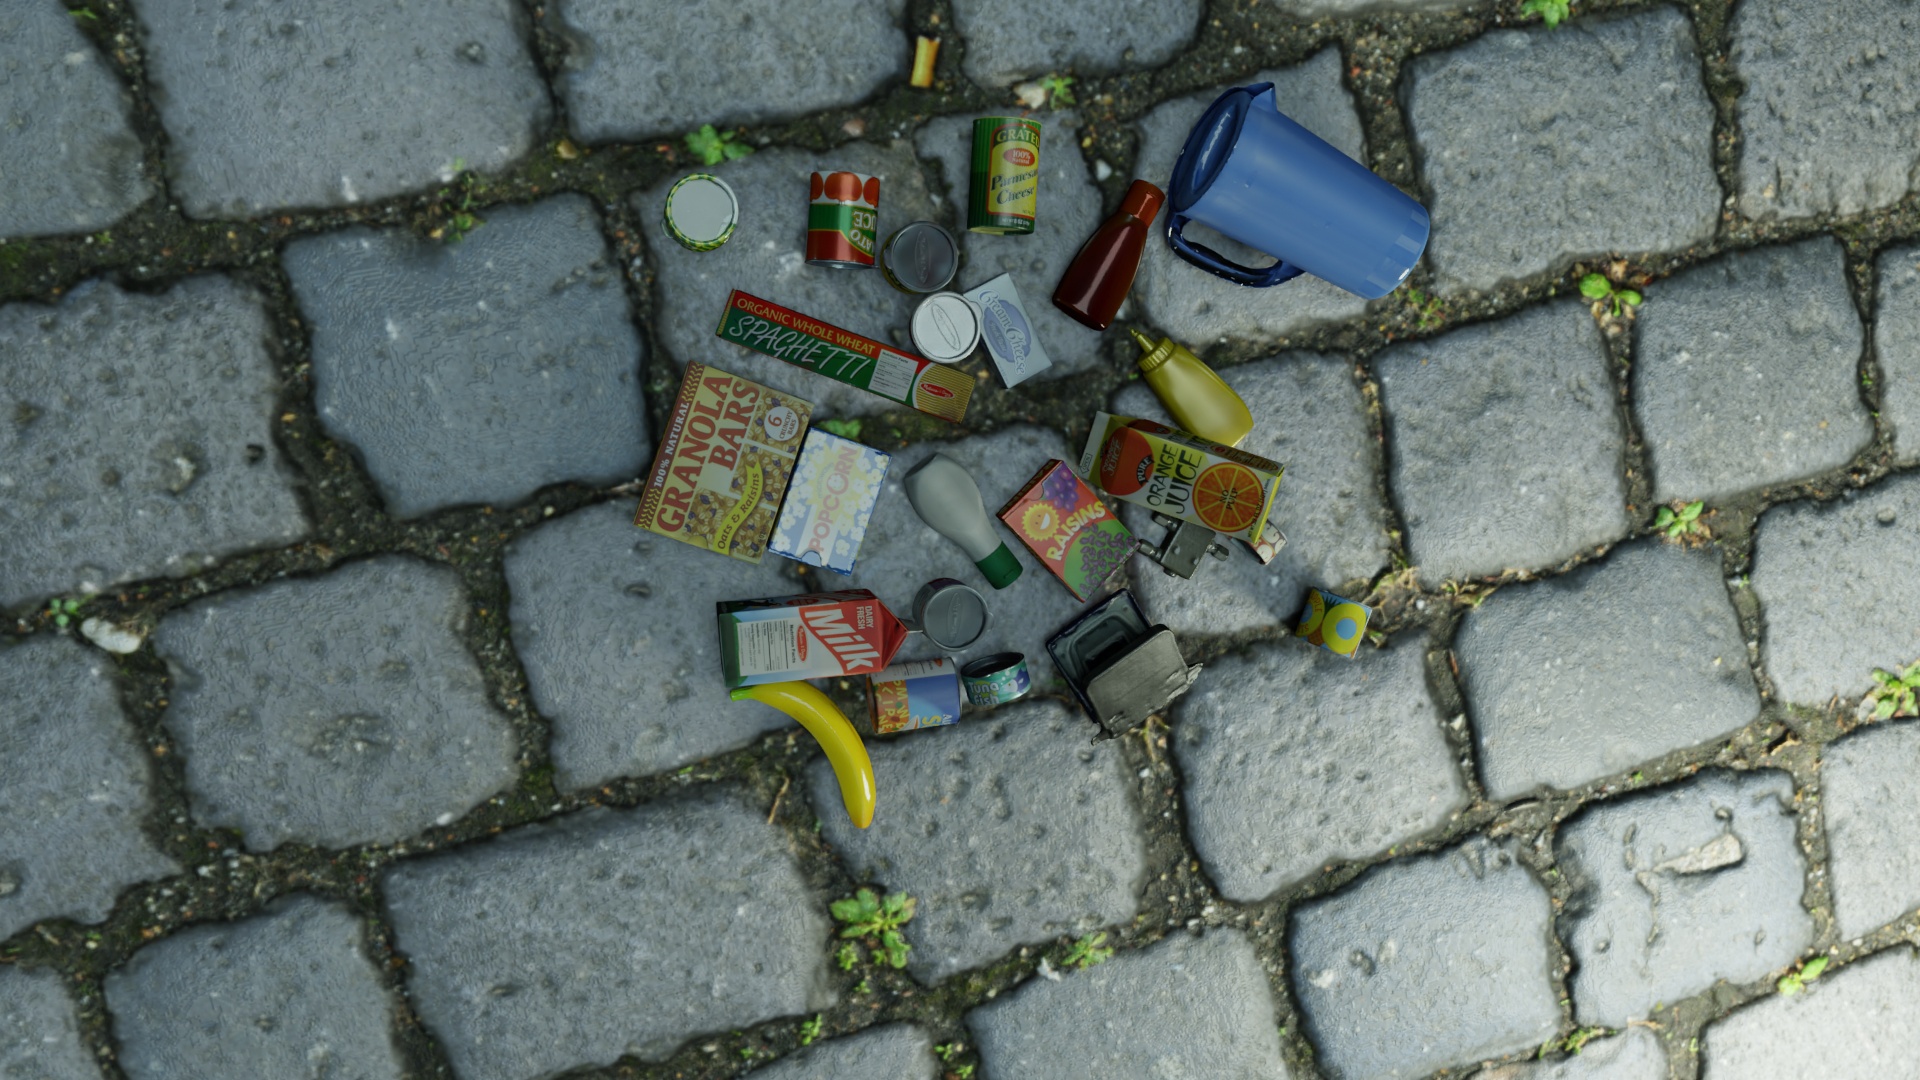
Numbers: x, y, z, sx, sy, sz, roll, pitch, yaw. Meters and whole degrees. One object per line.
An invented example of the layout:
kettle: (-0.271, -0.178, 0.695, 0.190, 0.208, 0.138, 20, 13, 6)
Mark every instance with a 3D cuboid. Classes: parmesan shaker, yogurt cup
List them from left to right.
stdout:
yogurt cup: (-0.019, -0.205, 1.341, 0.072, 0.054, 0.072, -1, 96, -12)
parmesan shaker: (0.044, -0.349, 1.335, 0.071, 0.071, 0.103, 2, 96, -13)

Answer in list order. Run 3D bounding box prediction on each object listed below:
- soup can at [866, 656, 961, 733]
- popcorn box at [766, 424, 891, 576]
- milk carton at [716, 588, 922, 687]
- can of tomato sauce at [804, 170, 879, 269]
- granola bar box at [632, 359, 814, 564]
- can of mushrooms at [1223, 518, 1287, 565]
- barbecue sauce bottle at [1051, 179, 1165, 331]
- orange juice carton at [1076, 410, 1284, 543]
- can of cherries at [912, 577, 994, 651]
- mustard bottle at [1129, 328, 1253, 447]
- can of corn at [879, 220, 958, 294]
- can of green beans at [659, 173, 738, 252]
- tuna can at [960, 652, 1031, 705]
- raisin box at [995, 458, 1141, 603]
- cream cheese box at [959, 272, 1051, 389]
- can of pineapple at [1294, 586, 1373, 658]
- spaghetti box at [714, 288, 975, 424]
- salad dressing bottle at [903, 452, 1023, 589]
soup can: (-0.046, 0.155, 1.367, 0.084, 0.071, 0.071, -7, 98, -11)
popcorn box: (-0.128, -0.039, 1.342, 0.085, 0.038, 0.126, 19, 91, -15)
milk carton: (-0.135, 0.090, 1.337, 0.191, 0.072, 0.073, -5, 97, -11)
can of tomato sauce: (-0.109, -0.299, 1.303, 0.071, 0.071, 0.083, 3, 95, -13)
granola bar box: (-0.224, -0.074, 1.316, 0.124, 0.039, 0.165, 19, 91, -14)
can of mushrooms: (0.299, -0.008, 1.426, 0.071, 0.071, 0.033, 44, 88, -14)
barbecue sauce bottle: (0.152, -0.285, 1.377, 0.065, 0.043, 0.148, 30, 88, -14)
orange juice carton: (0.214, -0.067, 1.372, 0.193, 0.073, 0.071, 20, 107, 14)
can of cherries: (-0.008, 0.073, 1.371, 0.071, 0.058, 0.071, -1, 95, -13)
mustard bottle: (0.226, -0.158, 1.404, 0.065, 0.049, 0.160, -44, 103, 1)
can of corn: (-0.043, -0.269, 1.326, 0.071, 0.058, 0.071, -2, 97, -13)
can of green beans: (-0.239, -0.301, 1.278, 0.071, 0.058, 0.071, -1, 97, -12)
tuna can: (0.035, 0.138, 1.382, 0.071, 0.071, 0.032, -17, 100, -10)
raisin box: (0.108, -0.010, 1.399, 0.086, 0.040, 0.123, -45, 103, -4)
cream cheese box: (0.044, -0.207, 1.370, 0.053, 0.024, 0.103, -29, 102, -10)
can of pineapple: (0.390, 0.085, 1.459, 0.071, 0.071, 0.058, 20, 92, -14)
spaghetti box: (-0.109, -0.176, 1.336, 0.250, 0.029, 0.050, 19, 92, -14)
salad dressing bottle: (0.005, -0.017, 1.373, 0.064, 0.044, 0.147, -40, 104, -8)
